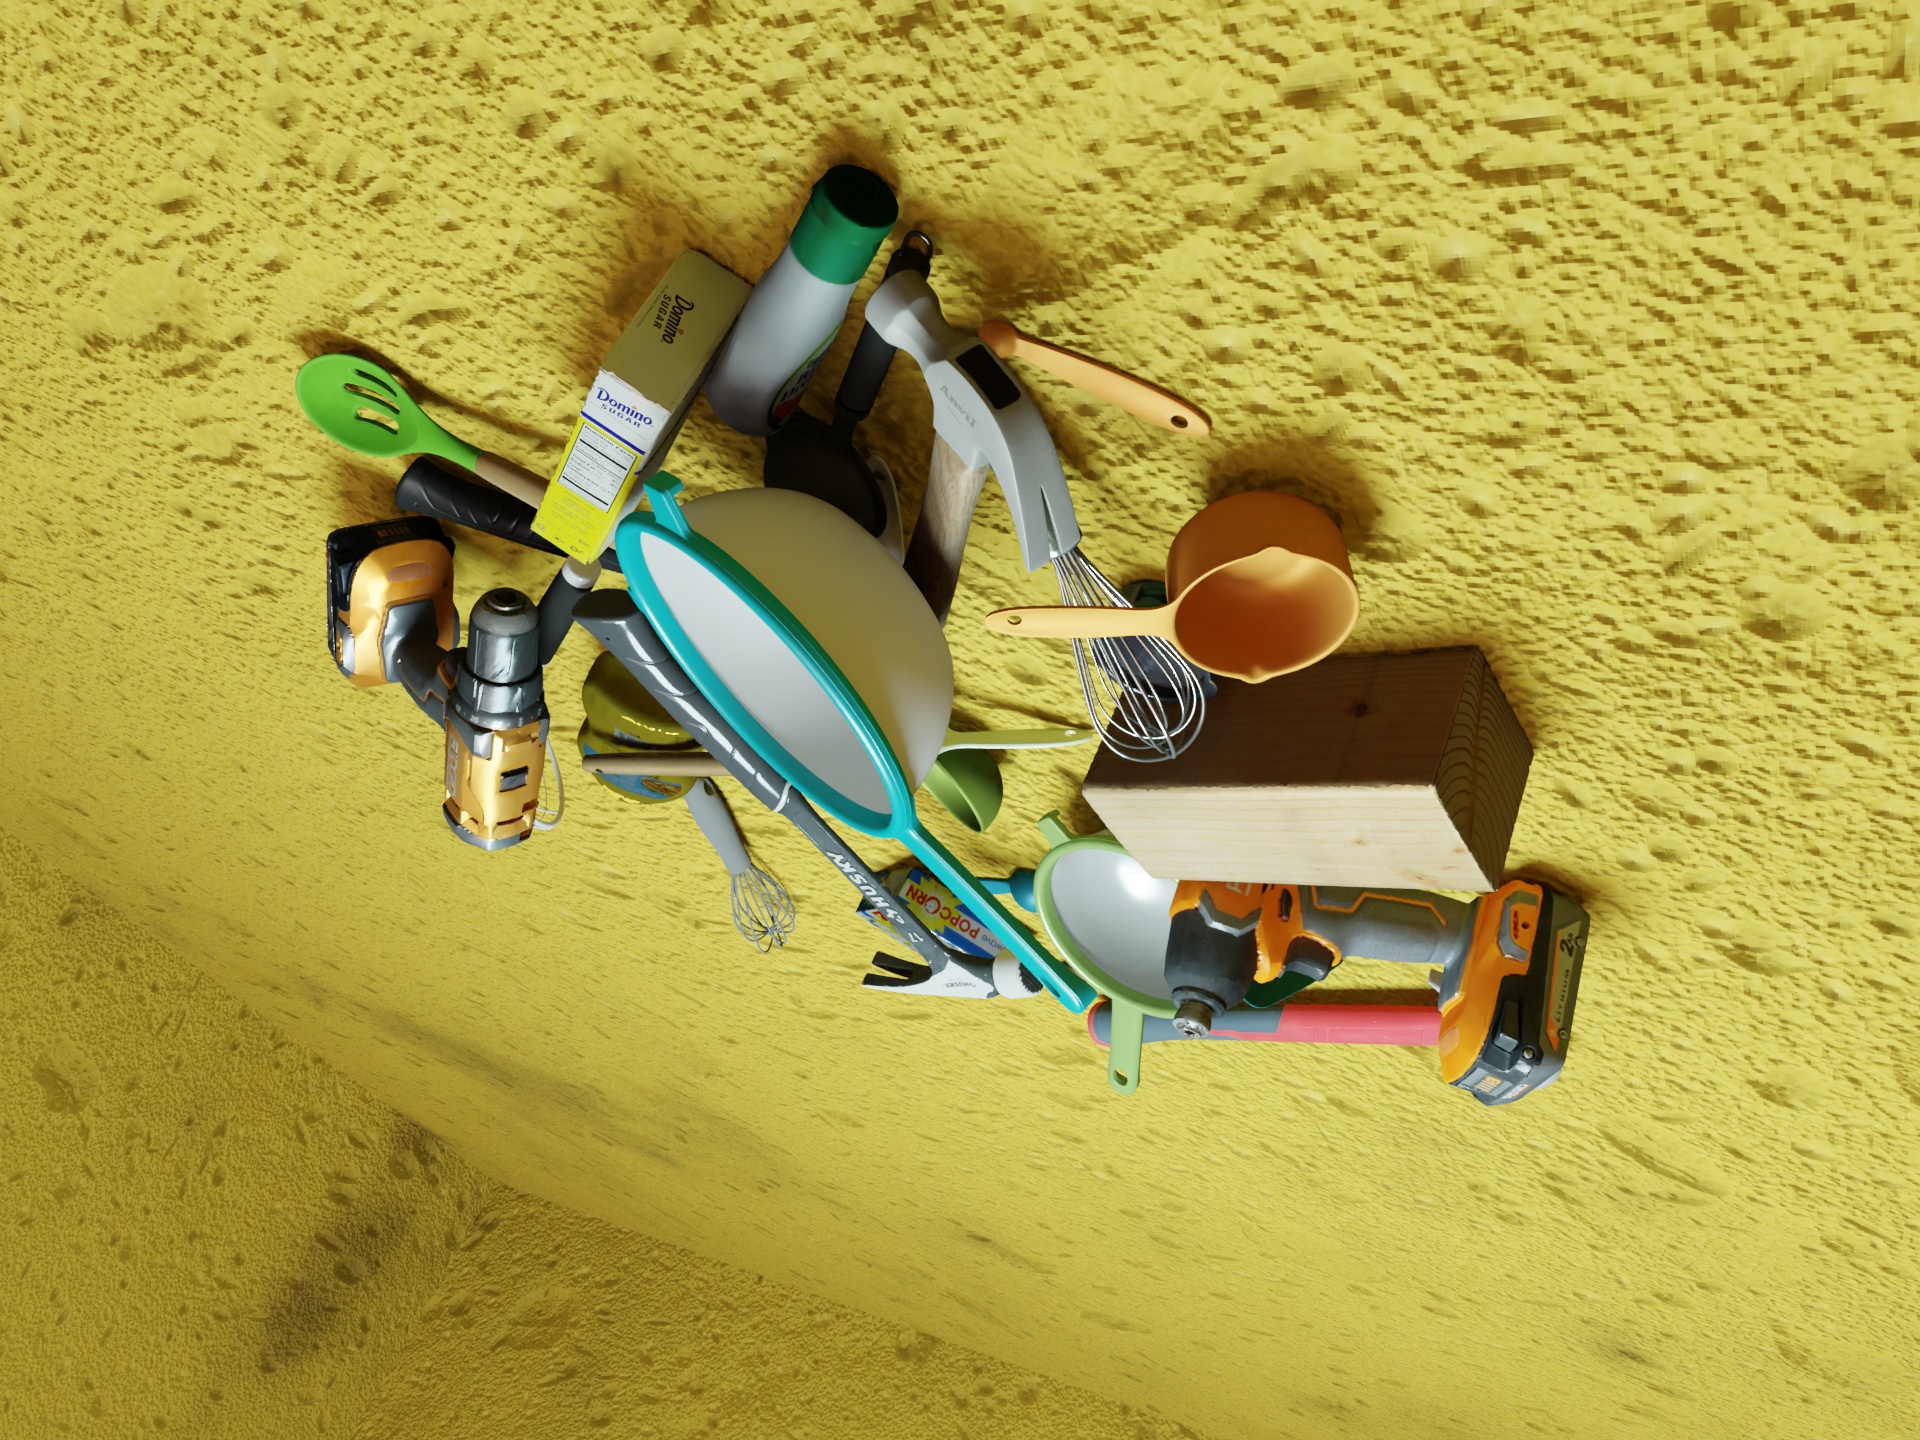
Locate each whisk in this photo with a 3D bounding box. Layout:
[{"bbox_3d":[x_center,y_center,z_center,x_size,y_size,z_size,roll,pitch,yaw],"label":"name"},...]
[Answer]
[{"bbox_3d":[-0.190,0.122,1.348,0.055,0.055,0.238,12,144,24],"label":"whisk"},{"bbox_3d":[0.052,-0.079,0.785,0.059,0.058,0.246,-28,111,10],"label":"whisk"}]

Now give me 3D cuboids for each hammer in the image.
[{"bbox_3d":[0.228,0.214,1.163,0.143,0.038,0.386,40,148,-29],"label":"hammer"},{"bbox_3d":[-0.012,-0.081,0.820,0.130,0.031,0.331,51,159,13],"label":"hammer"},{"bbox_3d":[-0.215,-0.103,1.014,0.335,0.035,0.146,18,149,15],"label":"hammer"},{"bbox_3d":[-0.109,0.062,1.057,0.149,0.036,0.408,-12,130,40],"label":"hammer"}]

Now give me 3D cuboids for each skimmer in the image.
[{"bbox_3d":[-0.284,-0.027,1.124,0.090,0.127,0.363,-10,161,-32],"label":"skimmer"}]

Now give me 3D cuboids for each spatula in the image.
[{"bbox_3d":[0.147,0.188,1.180,0.317,0.082,0.044,-25,87,59],"label":"spatula"}]

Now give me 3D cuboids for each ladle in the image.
[{"bbox_3d":[-0.123,0.040,1.090,0.320,0.062,0.078,0,143,20],"label":"ladle"}]

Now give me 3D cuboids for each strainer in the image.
[{"bbox_3d":[-0.058,-0.156,0.802,0.087,0.050,0.258,41,147,4],"label":"strainer"},{"bbox_3d":[0.129,0.160,1.091,0.151,0.069,0.256,23,137,25],"label":"strainer"},{"bbox_3d":[-0.029,0.000,0.819,0.340,0.095,0.211,46,162,-1],"label":"strainer"}]

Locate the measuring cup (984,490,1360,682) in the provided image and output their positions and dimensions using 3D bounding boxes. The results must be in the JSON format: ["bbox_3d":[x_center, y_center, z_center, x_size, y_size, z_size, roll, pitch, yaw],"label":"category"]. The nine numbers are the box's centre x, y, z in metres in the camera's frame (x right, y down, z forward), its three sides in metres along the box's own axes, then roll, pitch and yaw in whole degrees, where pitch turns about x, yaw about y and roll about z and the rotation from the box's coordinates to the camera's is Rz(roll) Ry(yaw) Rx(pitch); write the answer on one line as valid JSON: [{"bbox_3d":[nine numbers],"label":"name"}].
[{"bbox_3d":[0.098,-0.066,0.753,0.173,0.052,0.095,-1,142,4],"label":"measuring cup"}]

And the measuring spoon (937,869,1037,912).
[{"bbox_3d":[0.023,0.135,1.220,0.129,0.021,0.042,-6,138,45],"label":"measuring spoon"}]

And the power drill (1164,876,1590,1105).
[{"bbox_3d":[0.231,0.138,0.918,0.226,0.164,0.084,21,150,6],"label":"power drill"}]

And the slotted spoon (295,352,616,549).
[{"bbox_3d":[-0.268,-0.143,0.962,0.314,0.031,0.070,27,132,12],"label":"slotted spoon"}]

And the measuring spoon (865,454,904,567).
[{"bbox_3d":[-0.038,-0.104,0.897,0.034,0.018,0.124,13,142,18],"label":"measuring spoon"}]

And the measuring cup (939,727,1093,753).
[{"bbox_3d":[-0.002,-0.003,0.992,0.167,0.083,0.038,0,118,10],"label":"measuring cup"}]

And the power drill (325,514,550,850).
[{"bbox_3d":[-0.340,-0.050,1.048,0.226,0.084,0.185,45,135,33],"label":"power drill"}]

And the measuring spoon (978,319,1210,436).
[{"bbox_3d":[0.061,-0.155,0.733,0.117,0.011,0.021,25,151,3],"label":"measuring spoon"}]
